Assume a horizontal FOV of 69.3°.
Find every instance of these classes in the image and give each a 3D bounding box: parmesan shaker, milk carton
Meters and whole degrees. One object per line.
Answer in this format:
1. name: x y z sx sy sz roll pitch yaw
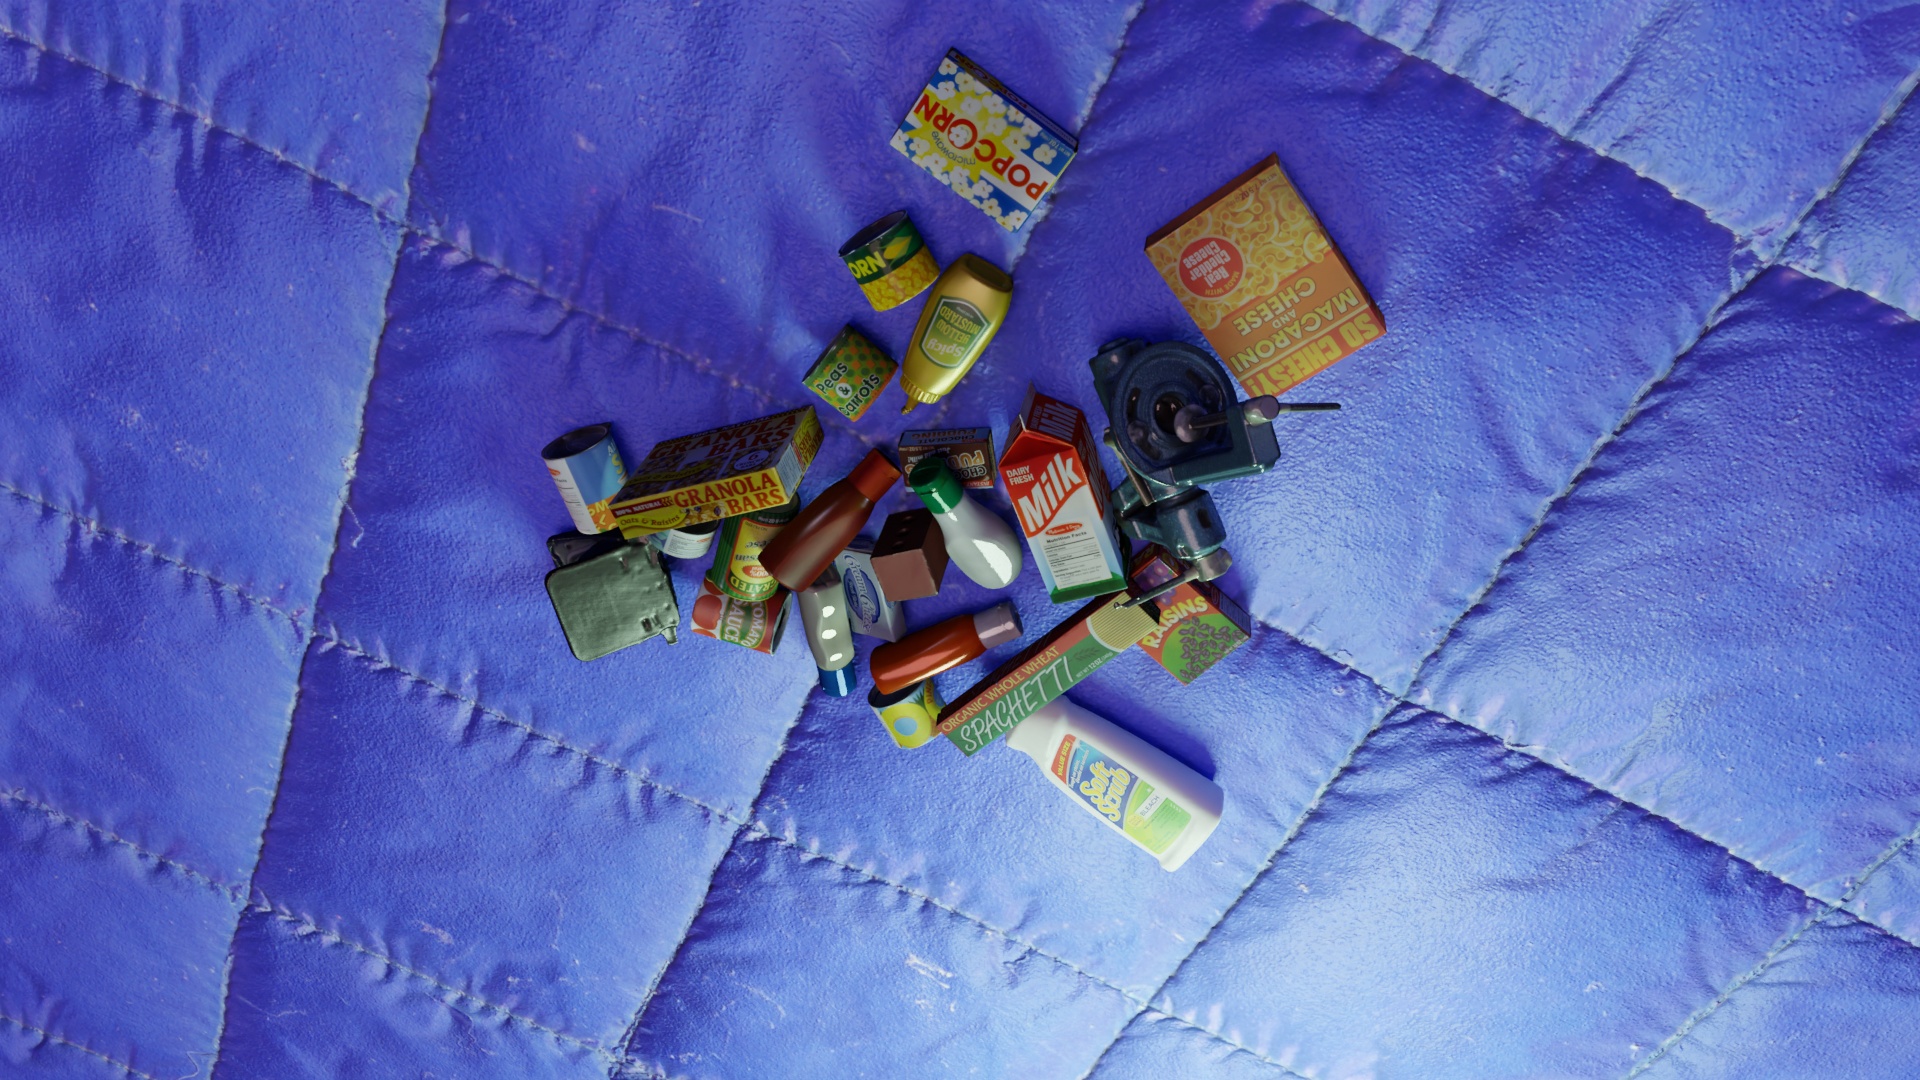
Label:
1. parmesan shaker: -0.197 -0.003 1.313 0.071 0.072 0.102 20 123 -1
2. milk carton: 0.089 -0.045 1.230 0.073 0.073 0.189 -14 118 19

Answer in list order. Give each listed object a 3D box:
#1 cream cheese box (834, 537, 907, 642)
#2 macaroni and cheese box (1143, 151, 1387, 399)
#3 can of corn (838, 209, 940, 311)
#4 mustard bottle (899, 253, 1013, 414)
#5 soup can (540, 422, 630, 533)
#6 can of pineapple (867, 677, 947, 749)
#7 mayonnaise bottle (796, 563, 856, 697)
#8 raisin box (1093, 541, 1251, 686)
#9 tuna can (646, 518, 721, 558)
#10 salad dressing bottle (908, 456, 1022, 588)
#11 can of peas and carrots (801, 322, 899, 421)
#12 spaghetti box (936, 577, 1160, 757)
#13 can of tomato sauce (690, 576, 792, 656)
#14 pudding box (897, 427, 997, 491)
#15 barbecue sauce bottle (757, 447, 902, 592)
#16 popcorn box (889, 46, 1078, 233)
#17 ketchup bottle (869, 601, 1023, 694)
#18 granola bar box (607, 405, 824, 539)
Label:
1. cream cheese box: -0.088 0.047 1.338 0.053 0.024 0.103 10 125 33
2. macaroni and cheese box: 0.246 -0.207 1.120 0.123 0.040 0.166 -31 110 26
3. can of corn: -0.060 -0.230 1.150 0.071 0.071 0.058 -23 115 23
4. mustard bottle: -0.013 -0.166 1.191 0.065 0.049 0.159 29 122 -5
5. soup can: -0.345 -0.059 1.313 0.071 0.072 0.083 -9 119 17
6. can of pineapple: -0.049 0.165 1.387 0.071 0.071 0.057 -20 115 21
7. mayonnaise bottle: -0.130 0.088 1.361 0.041 0.065 0.147 -23 129 -20
8. raisin box: 0.197 0.067 1.295 0.123 0.040 0.085 41 121 -13
9. tuna can: -0.265 -0.017 1.323 0.071 0.071 0.032 25 123 -4
10. salad dressing bottle: 0.004 -0.016 1.256 0.064 0.044 0.147 -10 137 29
11. can of peas and carrots: -0.096 -0.145 1.207 0.058 0.071 0.070 38 120 -12
12. spaghetti box: 0.078 0.123 1.307 0.249 0.029 0.050 -38 105 26
13. can of tomato sauce: -0.214 0.070 1.360 0.083 0.071 0.070 16 122 2
14. pudding box: -0.012 -0.073 1.258 0.084 0.030 0.049 -1 121 12
15. barbecue sauce bottle: -0.116 -0.020 1.273 0.148 0.065 0.044 -46 60 5
16. popcorn box: 0.019 -0.316 1.101 0.126 0.038 0.085 34 121 -10
17. ketchup bottle: -0.013 0.101 1.346 0.148 0.065 0.043 -22 106 13
18. granola bar box: -0.216 -0.062 1.249 0.165 0.125 0.039 -12 118 18
